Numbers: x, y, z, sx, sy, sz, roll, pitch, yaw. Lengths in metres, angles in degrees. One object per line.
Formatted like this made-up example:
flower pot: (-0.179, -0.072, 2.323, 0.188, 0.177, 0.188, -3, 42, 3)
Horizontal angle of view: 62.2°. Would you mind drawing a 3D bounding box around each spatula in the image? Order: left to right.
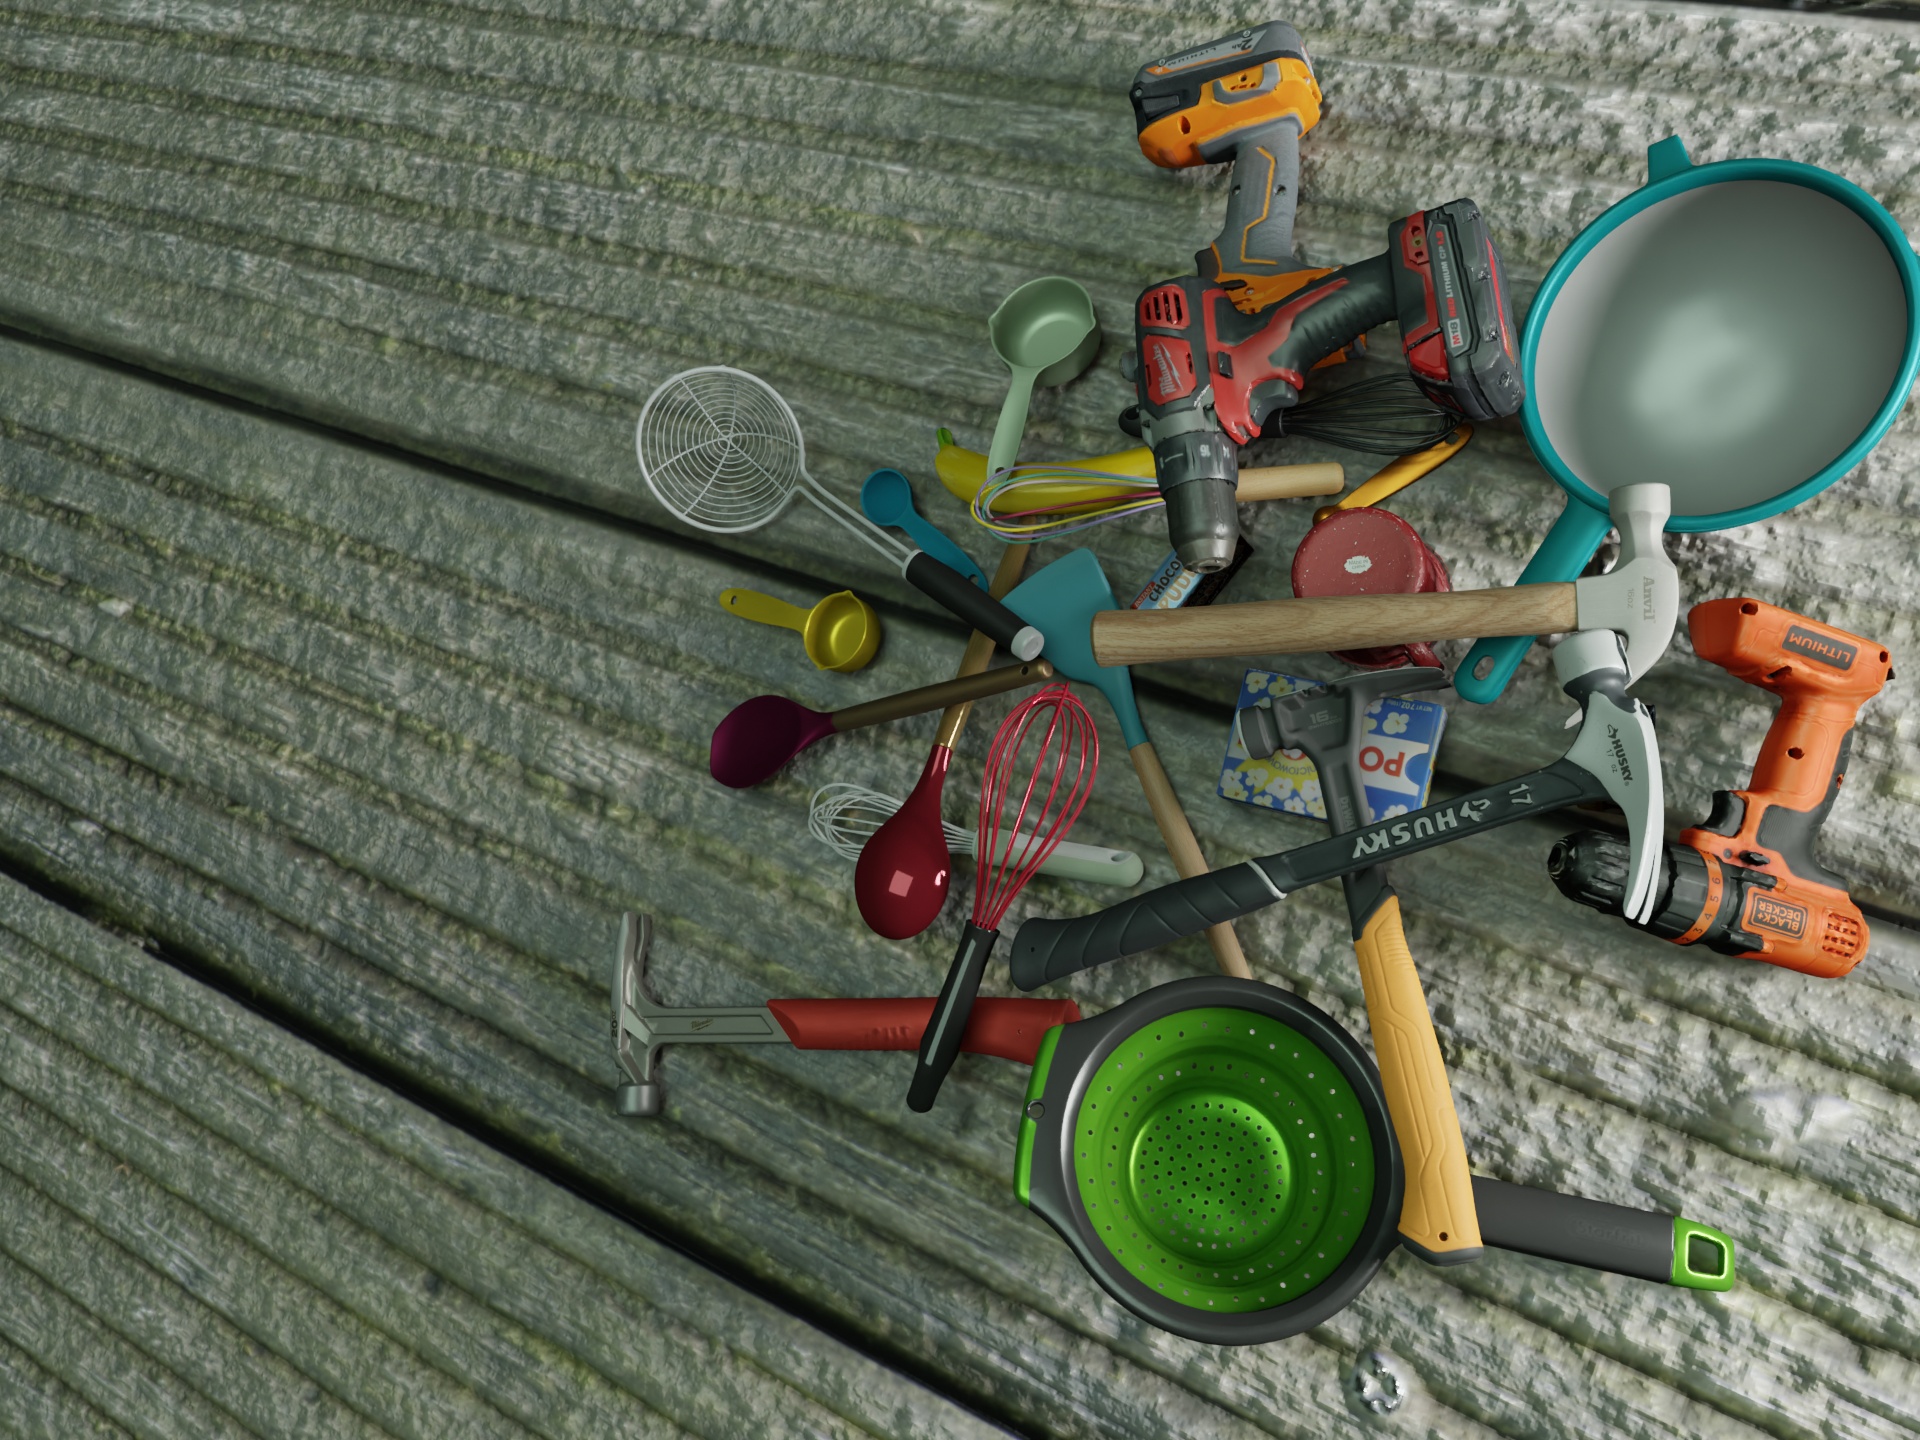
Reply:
spatula: (0.121, 0.041, 1.042, 0.082, 0.044, 0.318, -32, 70, 27)

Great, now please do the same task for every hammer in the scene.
hammer: (-0.090, 0.203, 1.111, 0.359, 0.036, 0.149, -5, 78, 24)
hammer: (0.193, 0.090, 0.905, 0.409, 0.036, 0.149, -24, 61, 33)
hammer: (0.236, -0.055, 0.924, 0.331, 0.031, 0.130, -3, 84, 23)
hammer: (0.249, 0.133, 0.906, 0.127, 0.034, 0.337, -16, 67, 21)

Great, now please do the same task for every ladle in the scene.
ladle: (-0.002, -0.003, 1.085, 0.069, 0.031, 0.315, 13, 72, 22)

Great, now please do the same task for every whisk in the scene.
whisk: (0.006, 0.083, 1.087, 0.246, 0.058, 0.059, 8, 118, 21)
whisk: (0.022, 0.115, 1.028, 0.073, 0.073, 0.296, 20, 92, 26)
whisk: (0.128, -0.147, 1.050, 0.245, 0.047, 0.051, -4, 108, 7)
whisk: (0.213, -0.200, 1.046, 0.239, 0.055, 0.055, 6, 82, 31)

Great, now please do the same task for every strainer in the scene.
strainer: (0.406, -0.150, 0.929, 0.211, 0.095, 0.340, 41, 109, 34)

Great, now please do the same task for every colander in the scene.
colander: (0.231, 0.276, 0.928, 0.397, 0.094, 0.205, 10, 67, 8)

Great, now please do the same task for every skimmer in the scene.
skimmer: (-0.093, -0.137, 1.130, 0.364, 0.090, 0.127, 37, 117, 33)

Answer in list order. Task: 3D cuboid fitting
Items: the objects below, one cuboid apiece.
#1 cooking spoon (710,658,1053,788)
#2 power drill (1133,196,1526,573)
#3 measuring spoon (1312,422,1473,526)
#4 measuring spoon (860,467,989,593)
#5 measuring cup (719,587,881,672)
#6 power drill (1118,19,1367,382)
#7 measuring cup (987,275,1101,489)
cooking spoon: (-0.066, -0.004, 1.111, 0.319, 0.017, 0.069, -14, 67, 38)
power drill: (0.214, -0.198, 0.957, 0.227, 0.080, 0.188, -11, 75, 28)
measuring spoon: (0.278, -0.158, 1.027, 0.117, 0.011, 0.021, -33, 68, 15)
measuring spoon: (-0.022, -0.135, 1.160, 0.129, 0.021, 0.042, 45, 111, 16)
measuring cup: (-0.121, -0.075, 1.191, 0.157, 0.029, 0.062, 18, 88, 38)
power drill: (0.176, -0.334, 1.073, 0.164, 0.084, 0.226, -10, 79, 23)
measuring cup: (0.051, -0.231, 1.118, 0.083, 0.038, 0.168, 9, 75, 26)
